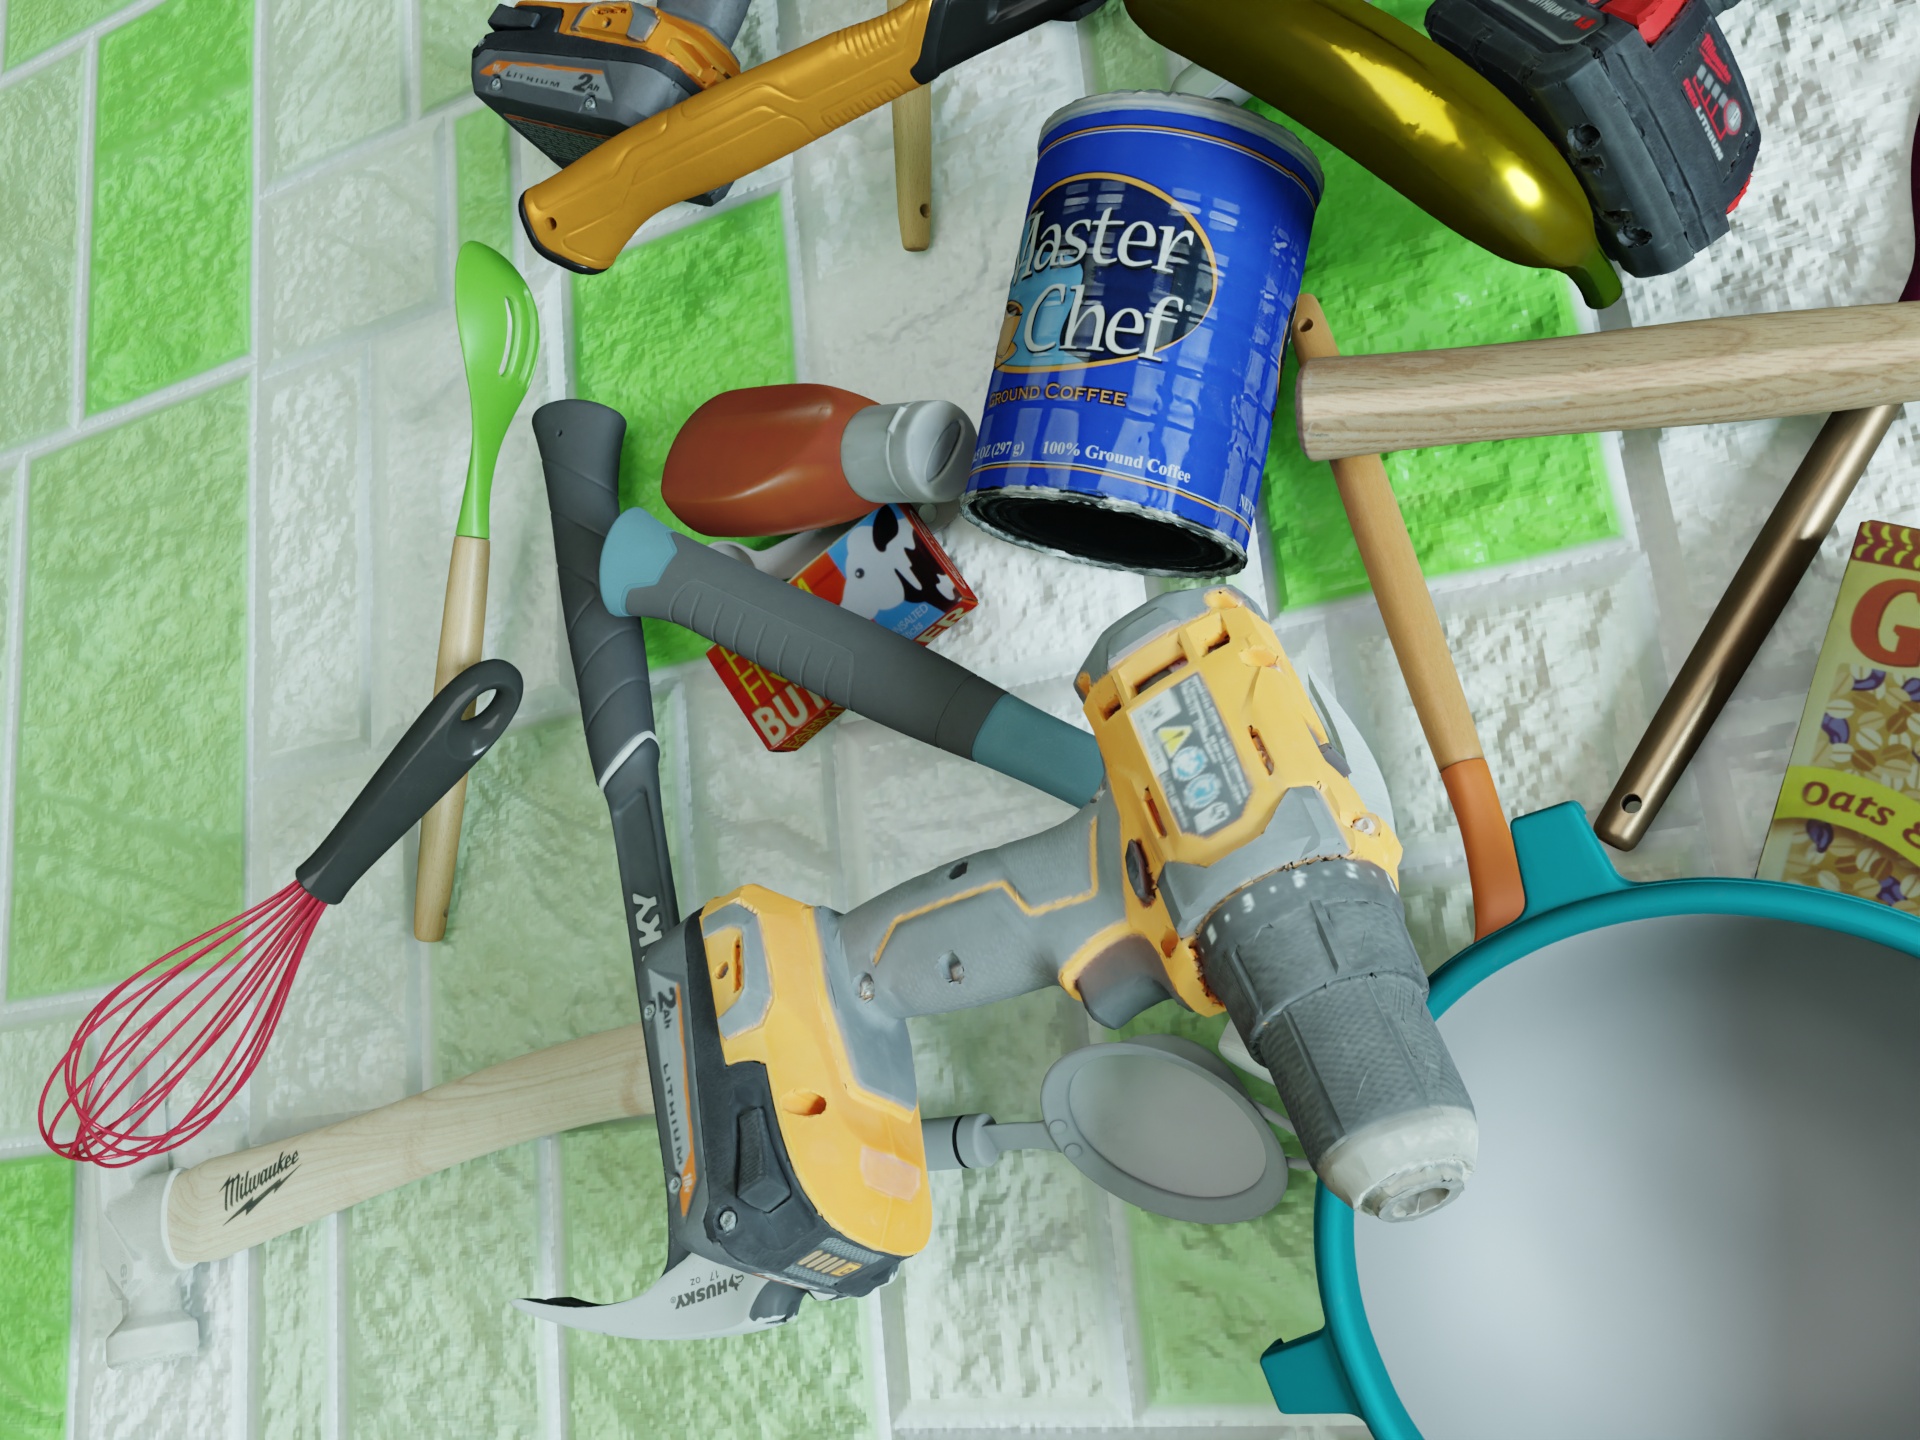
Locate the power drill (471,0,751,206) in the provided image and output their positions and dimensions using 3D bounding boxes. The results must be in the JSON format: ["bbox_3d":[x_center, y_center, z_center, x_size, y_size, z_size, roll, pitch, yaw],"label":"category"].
[{"bbox_3d":[-0.128,-0.360,0.717,0.164,0.084,0.226,22,86,29],"label":"power drill"}]

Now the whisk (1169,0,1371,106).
[{"bbox_3d":[0.172,-0.286,0.549,0.246,0.057,0.059,-31,67,34],"label":"whisk"}]

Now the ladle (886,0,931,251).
[{"bbox_3d":[-0.025,-0.354,0.655,0.031,0.069,0.315,2,96,45],"label":"ladle"}]

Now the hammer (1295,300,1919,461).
[{"bbox_3d":[0.266,-0.106,0.473,0.331,0.031,0.130,-1,78,26],"label":"hammer"}]

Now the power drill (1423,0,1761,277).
[{"bbox_3d":[0.265,-0.240,0.469,0.219,0.078,0.143,-36,33,15],"label":"power drill"}]

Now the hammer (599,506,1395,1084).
[{"bbox_3d":[-0.001,-0.002,0.573,0.331,0.033,0.128,25,75,22],"label":"hammer"}]

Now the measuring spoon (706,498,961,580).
[{"bbox_3d":[-0.056,-0.071,0.661,0.124,0.018,0.034,-16,89,16],"label":"measuring spoon"}]

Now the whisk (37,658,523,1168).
[{"bbox_3d":[-0.290,0.085,0.686,0.296,0.073,0.073,-47,64,4],"label":"whisk"}]

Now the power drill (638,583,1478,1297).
[{"bbox_3d":[0.022,0.086,0.454,0.226,0.084,0.186,-33,49,17],"label":"power drill"}]

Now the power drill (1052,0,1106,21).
[{"bbox_3d":[0.107,-0.371,0.602,0.223,0.080,0.171,-20,71,19],"label":"power drill"}]

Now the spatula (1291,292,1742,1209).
[{"bbox_3d":[0.161,-0.005,0.533,0.081,0.041,0.323,-21,67,20],"label":"spatula"}]

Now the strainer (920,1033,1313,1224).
[{"bbox_3d":[0.013,0.147,0.567,0.258,0.050,0.086,-14,118,29],"label":"strainer"}]

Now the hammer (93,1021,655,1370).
[{"bbox_3d":[-0.224,0.166,0.685,0.410,0.038,0.146,-21,70,21],"label":"hammer"}]

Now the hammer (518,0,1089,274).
[{"bbox_3d":[-0.033,-0.256,0.595,0.337,0.034,0.127,-17,110,24],"label":"hammer"}]

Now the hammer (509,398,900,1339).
[{"bbox_3d":[-0.134,0.038,0.639,0.149,0.036,0.409,-25,63,19],"label":"hammer"}]

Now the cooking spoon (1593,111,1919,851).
[{"bbox_3d":[0.282,-0.100,0.491,0.069,0.017,0.319,31,94,27],"label":"cooking spoon"}]

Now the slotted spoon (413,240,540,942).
[{"bbox_3d":[-0.221,-0.056,0.714,0.031,0.070,0.314,7,92,6],"label":"slotted spoon"}]

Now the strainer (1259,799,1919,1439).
[{"bbox_3d":[0.264,0.166,0.408,0.340,0.095,0.211,26,105,21],"label":"strainer"}]
